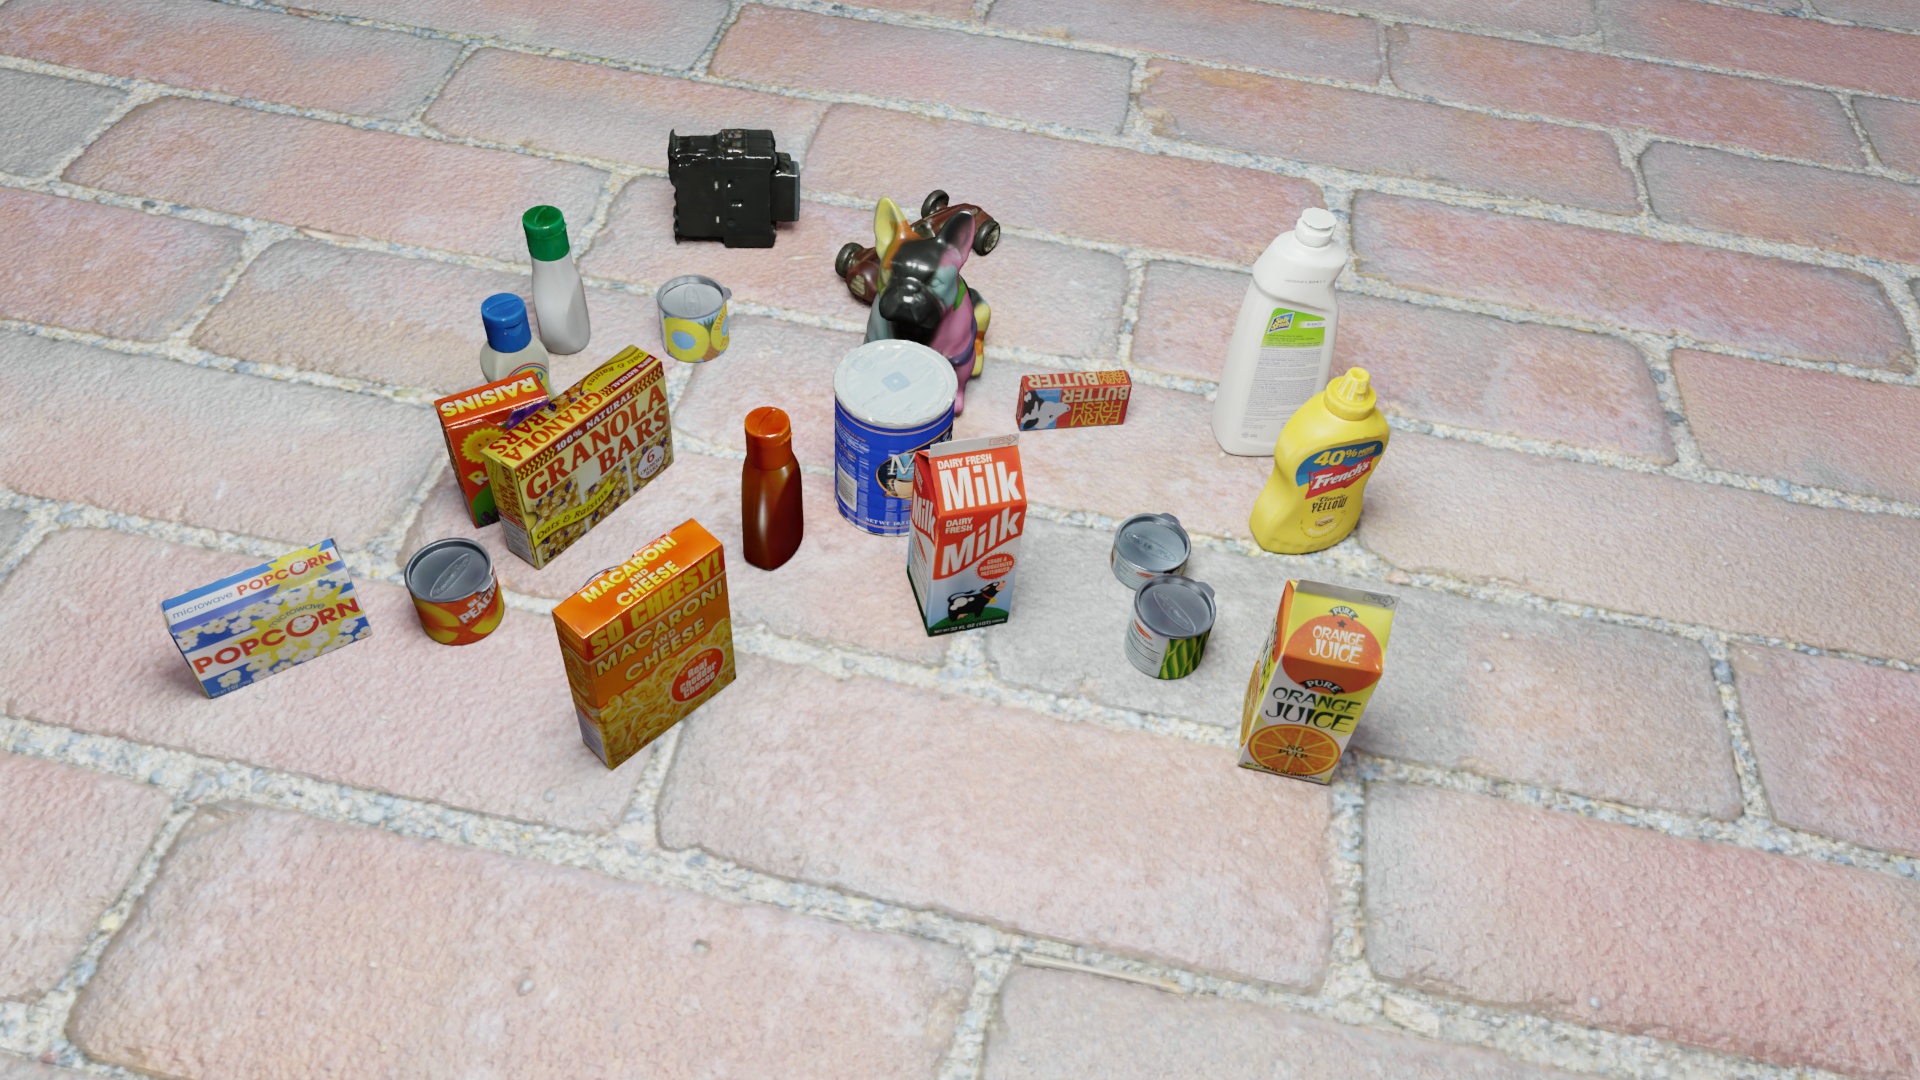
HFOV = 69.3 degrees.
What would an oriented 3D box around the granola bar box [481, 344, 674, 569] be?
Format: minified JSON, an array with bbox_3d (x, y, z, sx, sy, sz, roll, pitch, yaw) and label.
[{"bbox_3d":[-0.314,-0.071,1.165,0.039,0.123,0.166,30,53,20],"label":"granola bar box"}]

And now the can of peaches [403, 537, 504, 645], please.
[{"bbox_3d":[-0.398,0.042,1.102,0.071,0.057,0.071,3,49,-3],"label":"can of peaches"}]

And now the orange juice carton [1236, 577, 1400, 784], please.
[{"bbox_3d":[0.261,0.094,1.026,0.072,0.191,0.073,12,49,5],"label":"orange juice carton"}]

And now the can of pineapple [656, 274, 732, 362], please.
[{"bbox_3d":[-0.256,-0.214,1.340,0.071,0.057,0.071,3,49,-3],"label":"can of pineapple"}]

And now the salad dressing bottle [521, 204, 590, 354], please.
[{"bbox_3d":[-0.378,-0.242,1.295,0.044,0.146,0.064,7,49,2],"label":"salad dressing bottle"}]

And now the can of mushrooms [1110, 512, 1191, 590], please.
[{"bbox_3d":[0.165,0.010,1.197,0.071,0.033,0.071,3,49,-3],"label":"can of mushrooms"}]

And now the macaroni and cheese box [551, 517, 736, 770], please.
[{"bbox_3d":[-0.227,0.077,1.015,0.040,0.165,0.124,37,55,24],"label":"macaroni and cheese box"}]

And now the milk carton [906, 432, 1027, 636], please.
[{"bbox_3d":[0.004,-0.014,1.099,0.072,0.189,0.074,-10,50,-13],"label":"milk carton"}]

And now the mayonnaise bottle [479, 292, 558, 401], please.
[{"bbox_3d":[-0.386,-0.147,1.210,0.065,0.147,0.041,-29,57,-27],"label":"mayonnaise bottle"}]

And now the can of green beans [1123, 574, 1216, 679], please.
[{"bbox_3d":[0.169,0.071,1.128,0.071,0.057,0.071,3,49,-3],"label":"can of green beans"}]

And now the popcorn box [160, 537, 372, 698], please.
[{"bbox_3d":[-0.525,0.059,1.057,0.127,0.084,0.038,-25,55,-24],"label":"popcorn box"}]

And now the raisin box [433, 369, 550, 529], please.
[{"bbox_3d":[-0.382,-0.075,1.163,0.086,0.122,0.040,-21,54,-22],"label":"raisin box"}]

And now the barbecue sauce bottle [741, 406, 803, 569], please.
[{"bbox_3d":[-0.155,-0.045,1.140,0.044,0.147,0.065,20,50,13],"label":"barbecue sauce bottle"}]

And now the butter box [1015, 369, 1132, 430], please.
[{"bbox_3d":[0.106,-0.132,1.304,0.104,0.052,0.024,-4,49,-9],"label":"butter box"}]

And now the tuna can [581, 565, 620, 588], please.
[{"bbox_3d":[-0.272,0.057,1.117,0.071,0.032,0.071,3,49,-3],"label":"tuna can"}]
